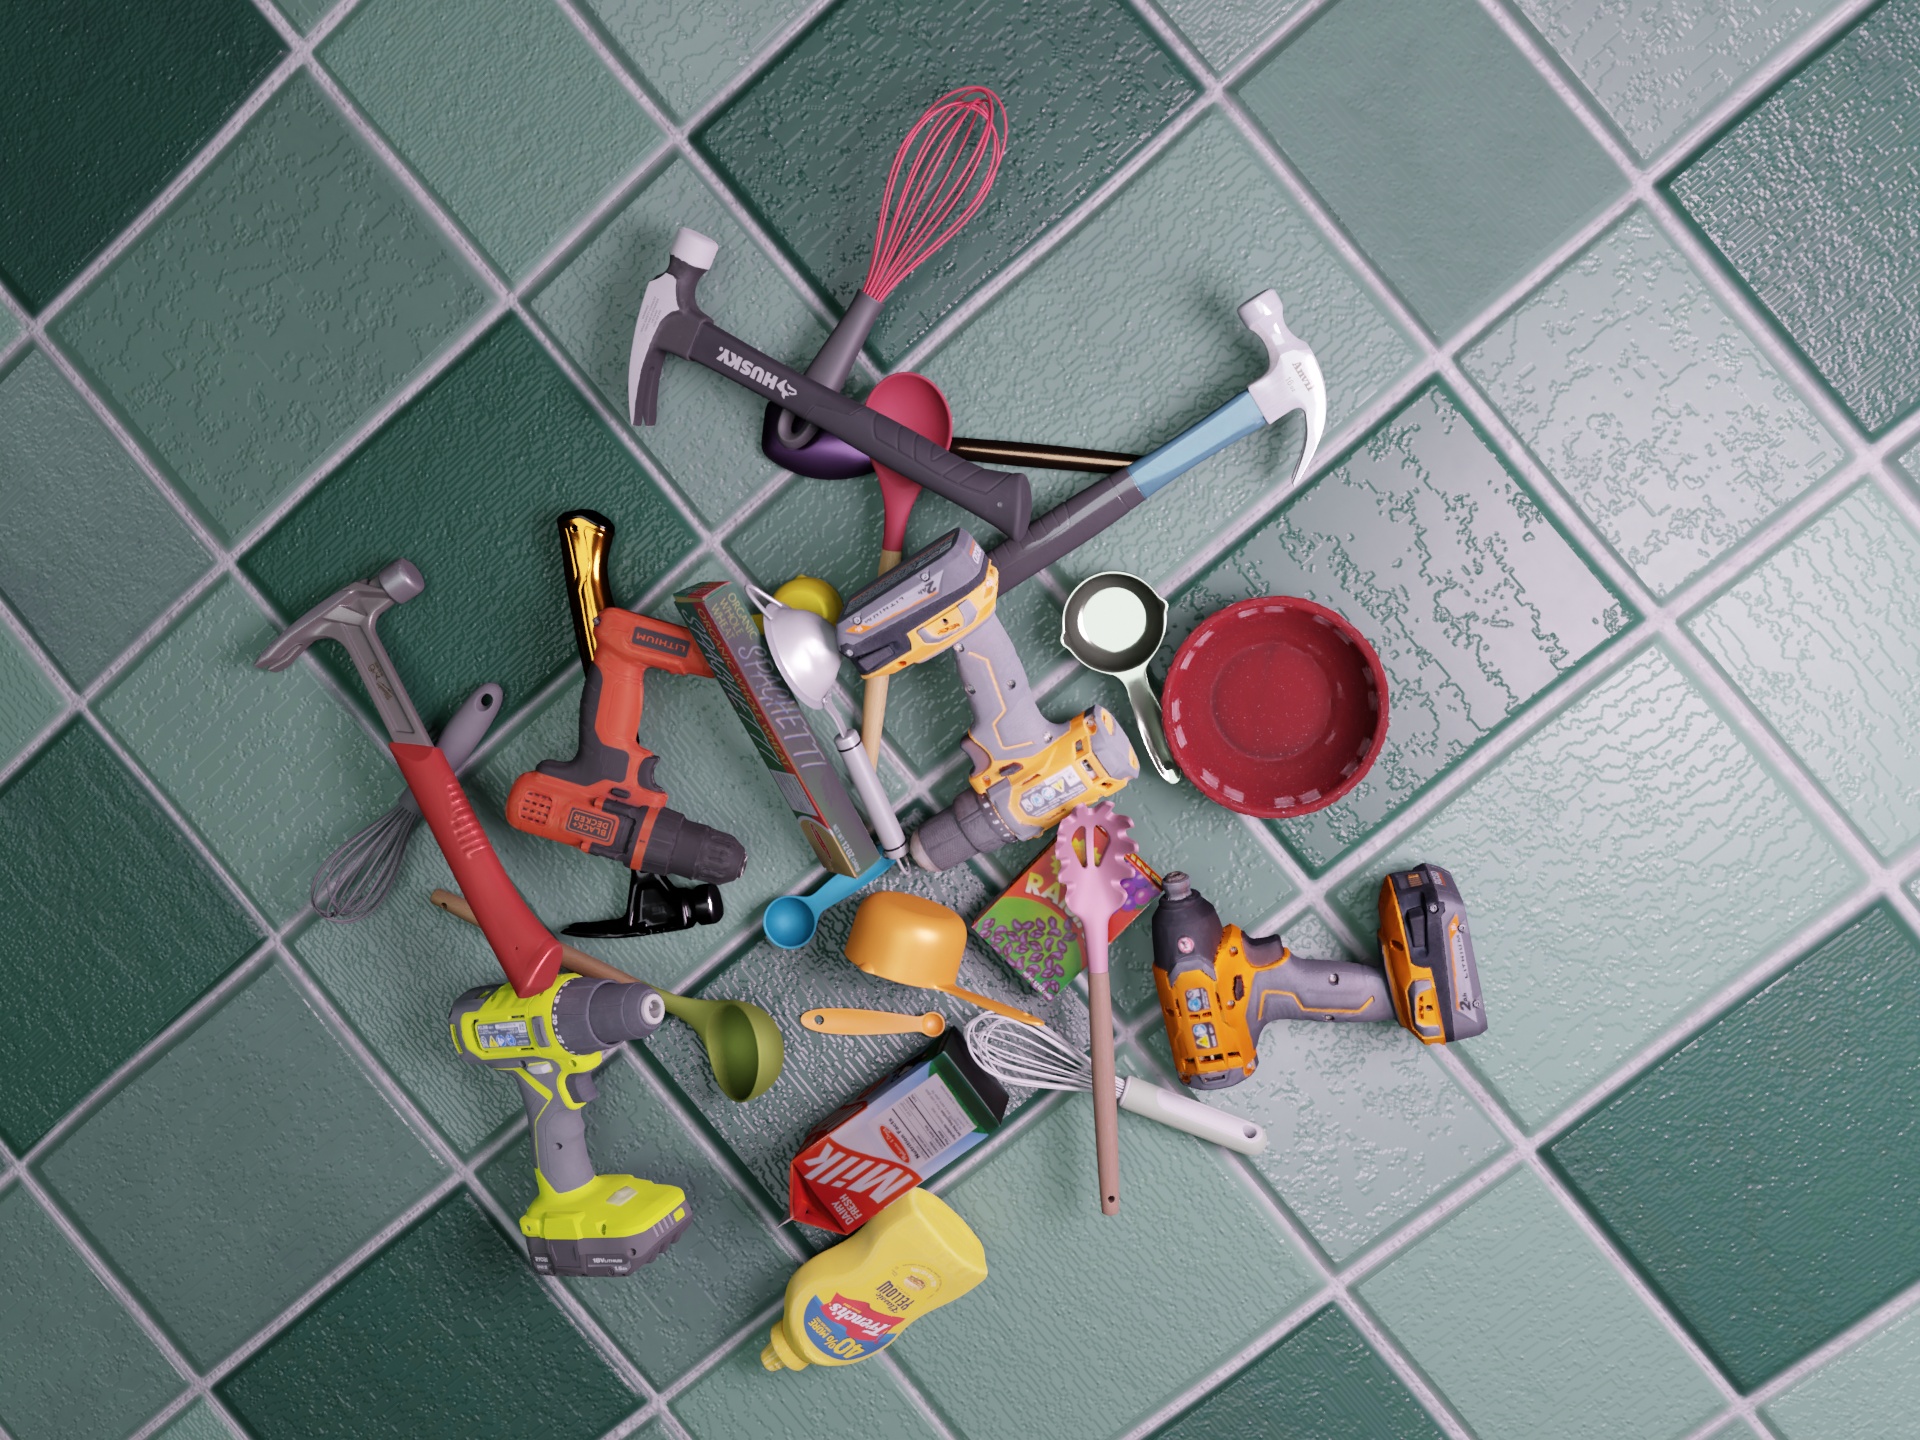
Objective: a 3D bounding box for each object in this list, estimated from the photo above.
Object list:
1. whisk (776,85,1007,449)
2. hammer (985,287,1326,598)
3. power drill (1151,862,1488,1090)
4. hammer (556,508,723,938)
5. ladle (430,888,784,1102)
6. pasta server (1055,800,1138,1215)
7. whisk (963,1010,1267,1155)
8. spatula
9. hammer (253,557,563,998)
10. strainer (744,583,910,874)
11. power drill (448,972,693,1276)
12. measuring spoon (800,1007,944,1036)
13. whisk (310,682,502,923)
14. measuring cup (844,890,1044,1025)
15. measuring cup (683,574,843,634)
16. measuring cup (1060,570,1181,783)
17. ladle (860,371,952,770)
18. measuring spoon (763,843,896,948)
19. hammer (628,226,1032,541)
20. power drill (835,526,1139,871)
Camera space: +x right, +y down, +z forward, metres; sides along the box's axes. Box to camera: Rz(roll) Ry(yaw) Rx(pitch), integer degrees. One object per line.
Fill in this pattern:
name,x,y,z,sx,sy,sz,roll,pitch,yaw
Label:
whisk,-0.056,-0.329,1.169,0.073,0.073,0.296,33,102,3
hammer,0.116,-0.167,1.159,0.331,0.033,0.128,-32,99,16
power drill,0.253,0.173,1.160,0.226,0.084,0.164,-12,103,11
hammer,-0.276,0.004,1.244,0.127,0.034,0.337,-9,94,7
ladle,-0.283,0.208,1.255,0.320,0.062,0.078,23,115,8
pasta server,0.104,0.213,1.170,0.060,0.040,0.316,-4,96,-4
whisk,0.118,0.279,1.214,0.246,0.058,0.059,21,132,1
spatula,0.004,-0.202,1.195,0.316,0.018,0.060,6,93,8
hammer,-0.411,0.056,1.222,0.149,0.036,0.359,-33,75,7
strainer,-0.086,0.007,1.184,0.050,0.087,0.258,-17,112,16
power drill,-0.287,0.305,1.227,0.190,0.080,0.228,-10,98,29
measuring spoon,-0.069,0.237,1.252,0.117,0.011,0.021,0,93,11
whisk,-0.440,0.065,1.268,0.055,0.055,0.239,37,94,3
measuring cup,-0.005,0.174,1.178,0.174,0.095,0.052,18,96,32
measuring cup,-0.167,-0.071,1.224,0.156,0.029,0.062,-11,94,8
measuring cup,0.130,-0.033,1.188,0.083,0.038,0.167,-21,98,9
ladle,-0.054,-0.102,1.199,0.069,0.031,0.315,10,102,10
measuring spoon,-0.097,0.132,1.245,0.128,0.021,0.042,-35,90,0
hammer,-0.095,-0.219,1.156,0.335,0.035,0.146,30,107,11
power drill,-0.002,-0.004,1.171,0.185,0.084,0.226,-31,107,16
